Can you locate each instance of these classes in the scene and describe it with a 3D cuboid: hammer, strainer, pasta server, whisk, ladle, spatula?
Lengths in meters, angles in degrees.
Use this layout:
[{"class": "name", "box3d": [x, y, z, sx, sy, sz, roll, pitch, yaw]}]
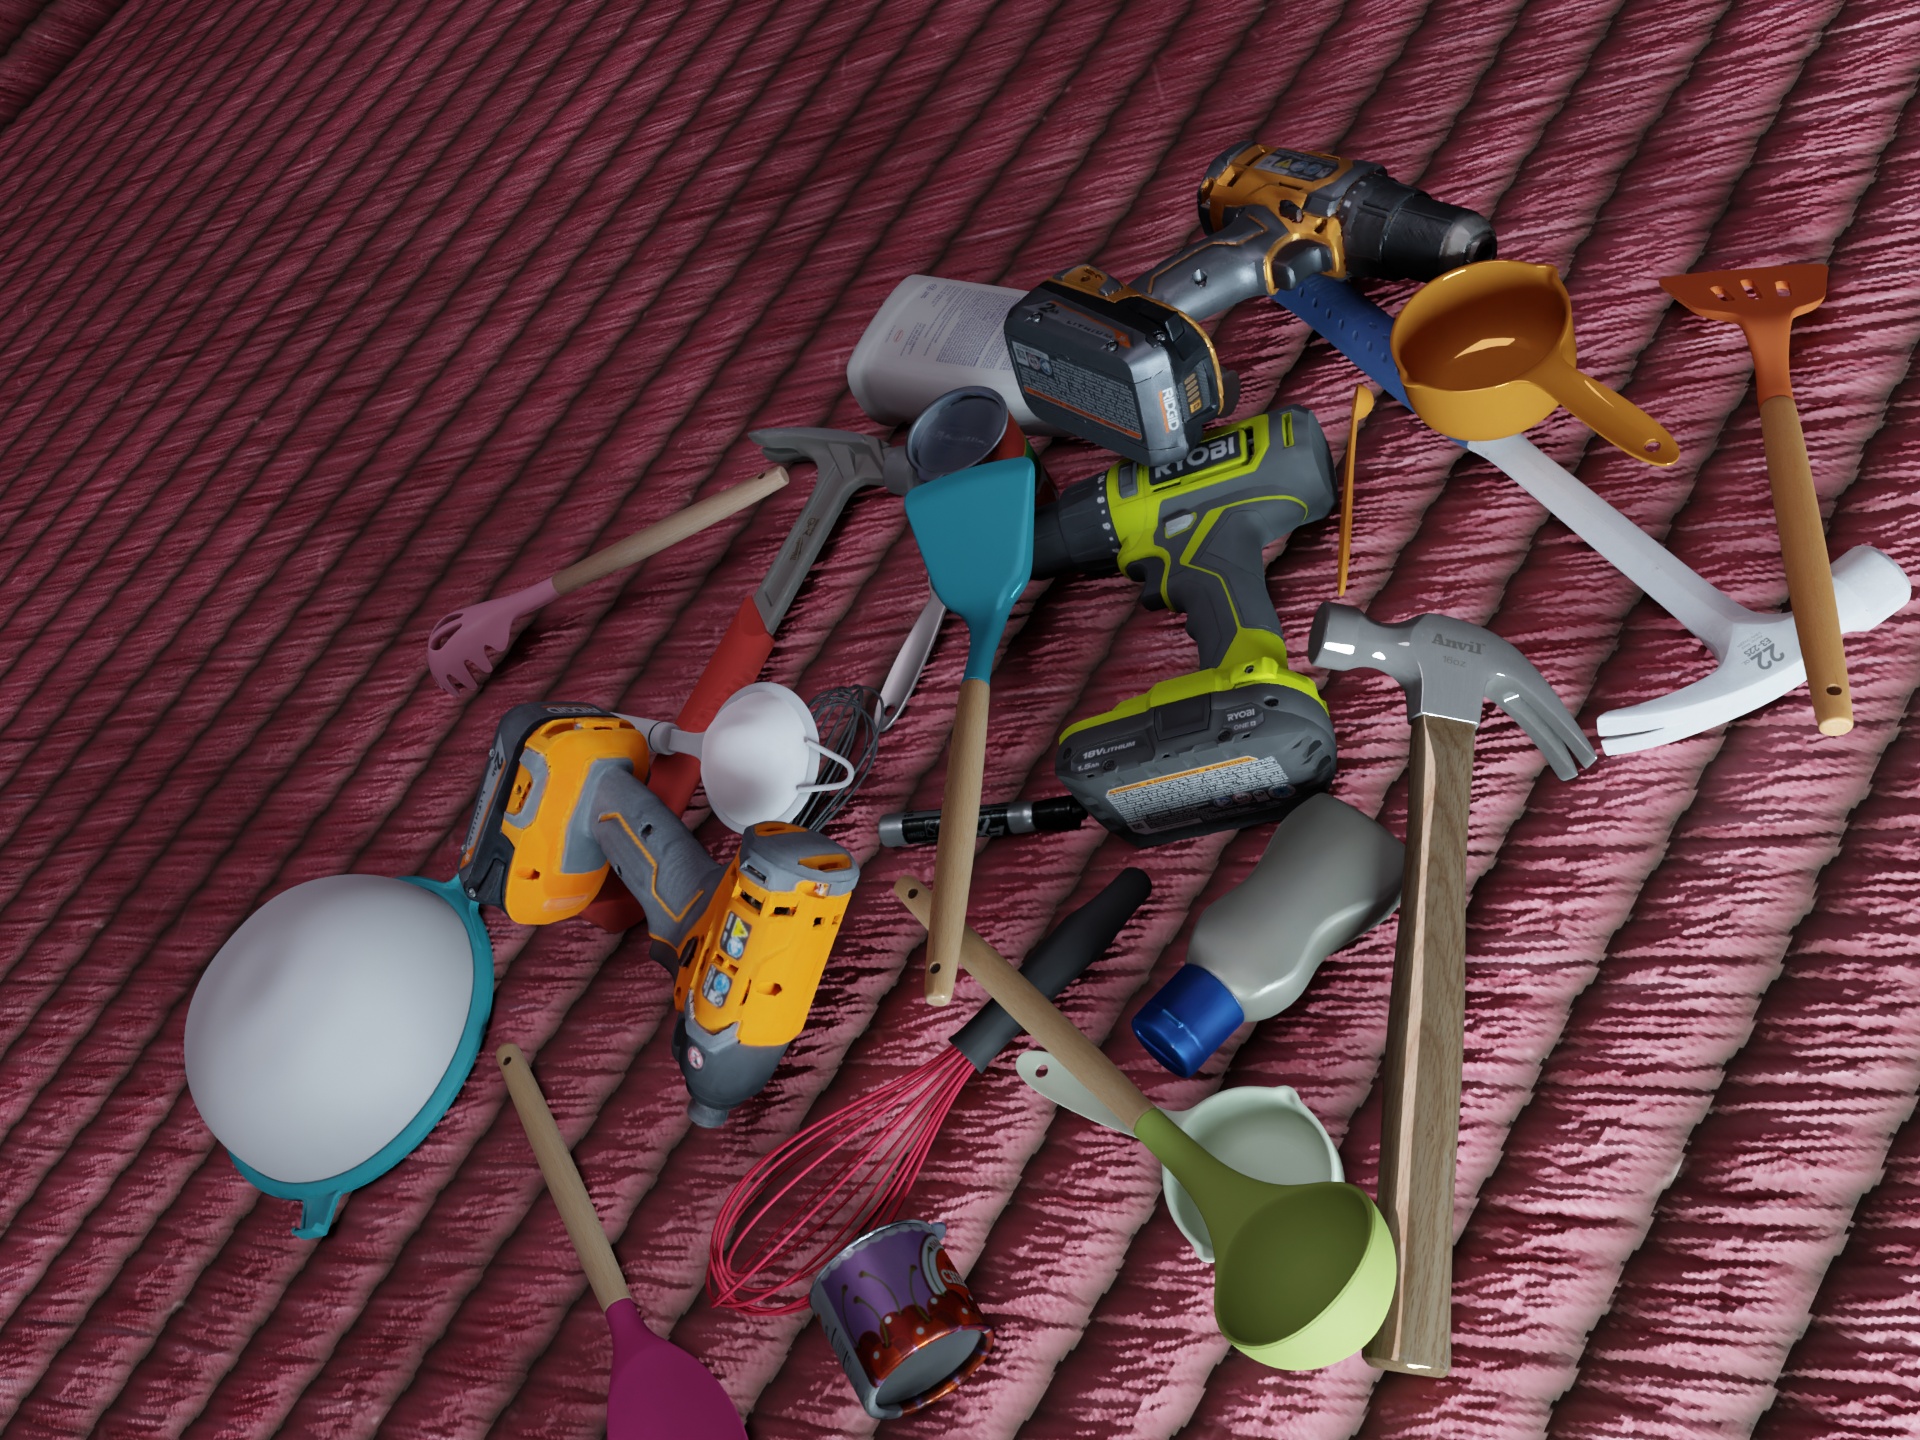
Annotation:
[{"class": "hammer", "box3d": [0.207, 0.108, 0.693, 0.130, 0.031, 0.331, 10, 70, -2]}, {"class": "strainer", "box3d": [-0.358, 0.125, 0.976, 0.211, 0.095, 0.340, 31, 79, 39]}, {"class": "hammer", "box3d": [0.280, -0.143, 0.838, 0.144, 0.035, 0.406, -36, 50, 3]}, {"class": "pasta server", "box3d": [-0.247, -0.098, 1.081, 0.316, 0.040, 0.060, -23, 52, 20]}, {"class": "whisk", "box3d": [-0.011, 0.178, 0.778, 0.296, 0.073, 0.073, -44, 49, -10]}, {"class": "ladle", "box3d": [0.060, 0.155, 0.699, 0.078, 0.062, 0.320, -44, 49, -7]}, {"class": "whisk", "box3d": [-0.104, 0.083, 0.900, 0.055, 0.055, 0.239, 13, 72, 34]}, {"class": "spatula", "box3d": [0.381, -0.122, 0.737, 0.081, 0.041, 0.323, -1, 53, 18]}, {"class": "strainer", "box3d": [-0.169, 0.013, 0.928, 0.258, 0.050, 0.087, 9, 88, 42]}, {"class": "spatula", "box3d": [-0.001, -0.003, 0.822, 0.082, 0.044, 0.318, -12, 50, 24]}, {"class": "hammer", "box3d": [-0.150, -0.035, 1.005, 0.149, 0.036, 0.359, 12, 67, 34]}]

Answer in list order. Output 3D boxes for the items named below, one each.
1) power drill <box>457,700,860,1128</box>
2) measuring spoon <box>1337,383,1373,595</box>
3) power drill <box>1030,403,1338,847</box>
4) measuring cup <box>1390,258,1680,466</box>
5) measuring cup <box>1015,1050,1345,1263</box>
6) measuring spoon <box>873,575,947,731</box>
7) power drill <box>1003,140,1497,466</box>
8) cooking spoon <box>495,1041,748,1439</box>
[{"class": "power drill", "box3d": [-0.166, 0.100, 0.844, 0.227, 0.084, 0.164, 29, 107, 31]}, {"class": "measuring spoon", "box3d": [0.212, -0.124, 0.855, 0.011, 0.021, 0.117, 6, 83, 6]}, {"class": "power drill", "box3d": [0.109, -0.054, 0.850, 0.190, 0.080, 0.229, -15, 52, 24]}, {"class": "measuring cup", "box3d": [0.289, -0.160, 0.788, 0.095, 0.052, 0.174, -38, 51, 1]}, {"class": "measuring cup", "box3d": [0.097, 0.191, 0.723, 0.168, 0.038, 0.083, 19, 70, 38]}, {"class": "measuring spoon", "box3d": [-0.020, -0.046, 0.958, 0.034, 0.018, 0.124, 18, 77, 36]}, {"class": "power drill", "box3d": [0.160, -0.234, 0.871, 0.226, 0.084, 0.185, -39, 46, -19]}, {"class": "cooking spoon", "box3d": [-0.187, 0.285, 0.829, 0.069, 0.017, 0.319, -40, 50, -1]}]
